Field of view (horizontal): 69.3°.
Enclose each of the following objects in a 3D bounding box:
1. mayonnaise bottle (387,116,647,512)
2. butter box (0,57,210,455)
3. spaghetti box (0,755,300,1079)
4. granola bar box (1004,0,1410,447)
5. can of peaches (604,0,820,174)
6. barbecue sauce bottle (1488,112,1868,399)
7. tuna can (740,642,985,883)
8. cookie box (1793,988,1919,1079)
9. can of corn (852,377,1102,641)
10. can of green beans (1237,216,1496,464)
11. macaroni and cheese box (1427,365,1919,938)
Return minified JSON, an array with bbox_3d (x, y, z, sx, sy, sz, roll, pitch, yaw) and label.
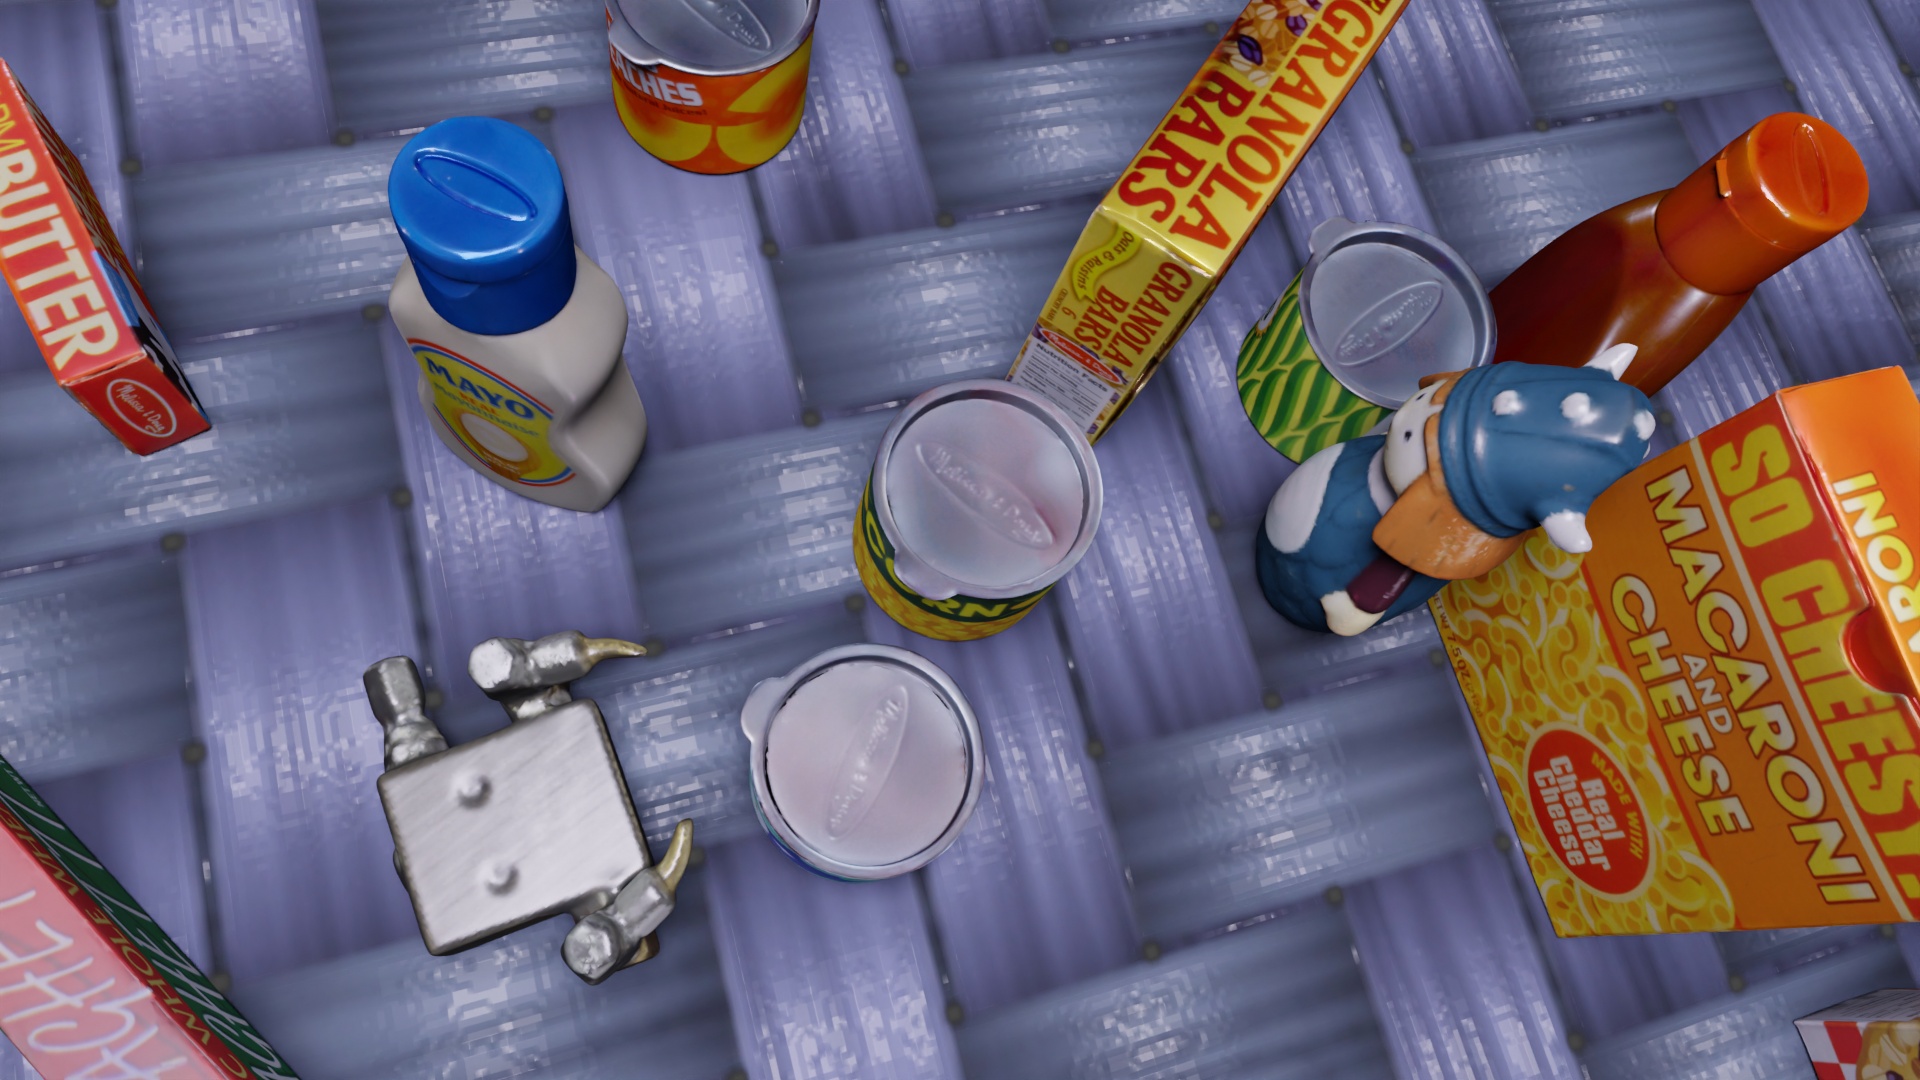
[{"bbox_3d":[-0.116,-0.053,0.361,0.065,0.147,0.041,26,70,-2],"label":"mayonnaise bottle"},{"bbox_3d":[-0.253,-0.079,0.394,0.024,0.053,0.103,-28,79,-18],"label":"butter box"},{"bbox_3d":[-0.229,0.094,0.344,0.250,0.050,0.029,44,70,5],"label":"spaghetti box"},{"bbox_3d":[0.083,-0.119,0.434,0.039,0.123,0.166,35,69,1],"label":"granola bar box"},{"bbox_3d":[-0.083,-0.161,0.451,0.071,0.058,0.071,3,72,-10],"label":"can of peaches"},{"bbox_3d":[0.208,-0.076,0.432,0.044,0.148,0.065,6,72,-9],"label":"barbecue sauce bottle"},{"bbox_3d":[-0.030,0.064,0.401,0.071,0.032,0.071,3,72,-10],"label":"tuna can"},{"bbox_3d":[0.315,0.183,0.358,0.040,0.167,0.123,-12,75,-14],"label":"cookie box"},{"bbox_3d":[0.001,-0.005,0.417,0.071,0.058,0.071,3,72,-10],"label":"can of corn"},{"bbox_3d":[0.132,-0.063,0.461,0.071,0.057,0.071,3,72,-10],"label":"can of green beans"},{"bbox_3d":[0.204,0.043,0.383,0.040,0.166,0.124,-13,76,-15],"label":"macaroni and cheese box"}]
